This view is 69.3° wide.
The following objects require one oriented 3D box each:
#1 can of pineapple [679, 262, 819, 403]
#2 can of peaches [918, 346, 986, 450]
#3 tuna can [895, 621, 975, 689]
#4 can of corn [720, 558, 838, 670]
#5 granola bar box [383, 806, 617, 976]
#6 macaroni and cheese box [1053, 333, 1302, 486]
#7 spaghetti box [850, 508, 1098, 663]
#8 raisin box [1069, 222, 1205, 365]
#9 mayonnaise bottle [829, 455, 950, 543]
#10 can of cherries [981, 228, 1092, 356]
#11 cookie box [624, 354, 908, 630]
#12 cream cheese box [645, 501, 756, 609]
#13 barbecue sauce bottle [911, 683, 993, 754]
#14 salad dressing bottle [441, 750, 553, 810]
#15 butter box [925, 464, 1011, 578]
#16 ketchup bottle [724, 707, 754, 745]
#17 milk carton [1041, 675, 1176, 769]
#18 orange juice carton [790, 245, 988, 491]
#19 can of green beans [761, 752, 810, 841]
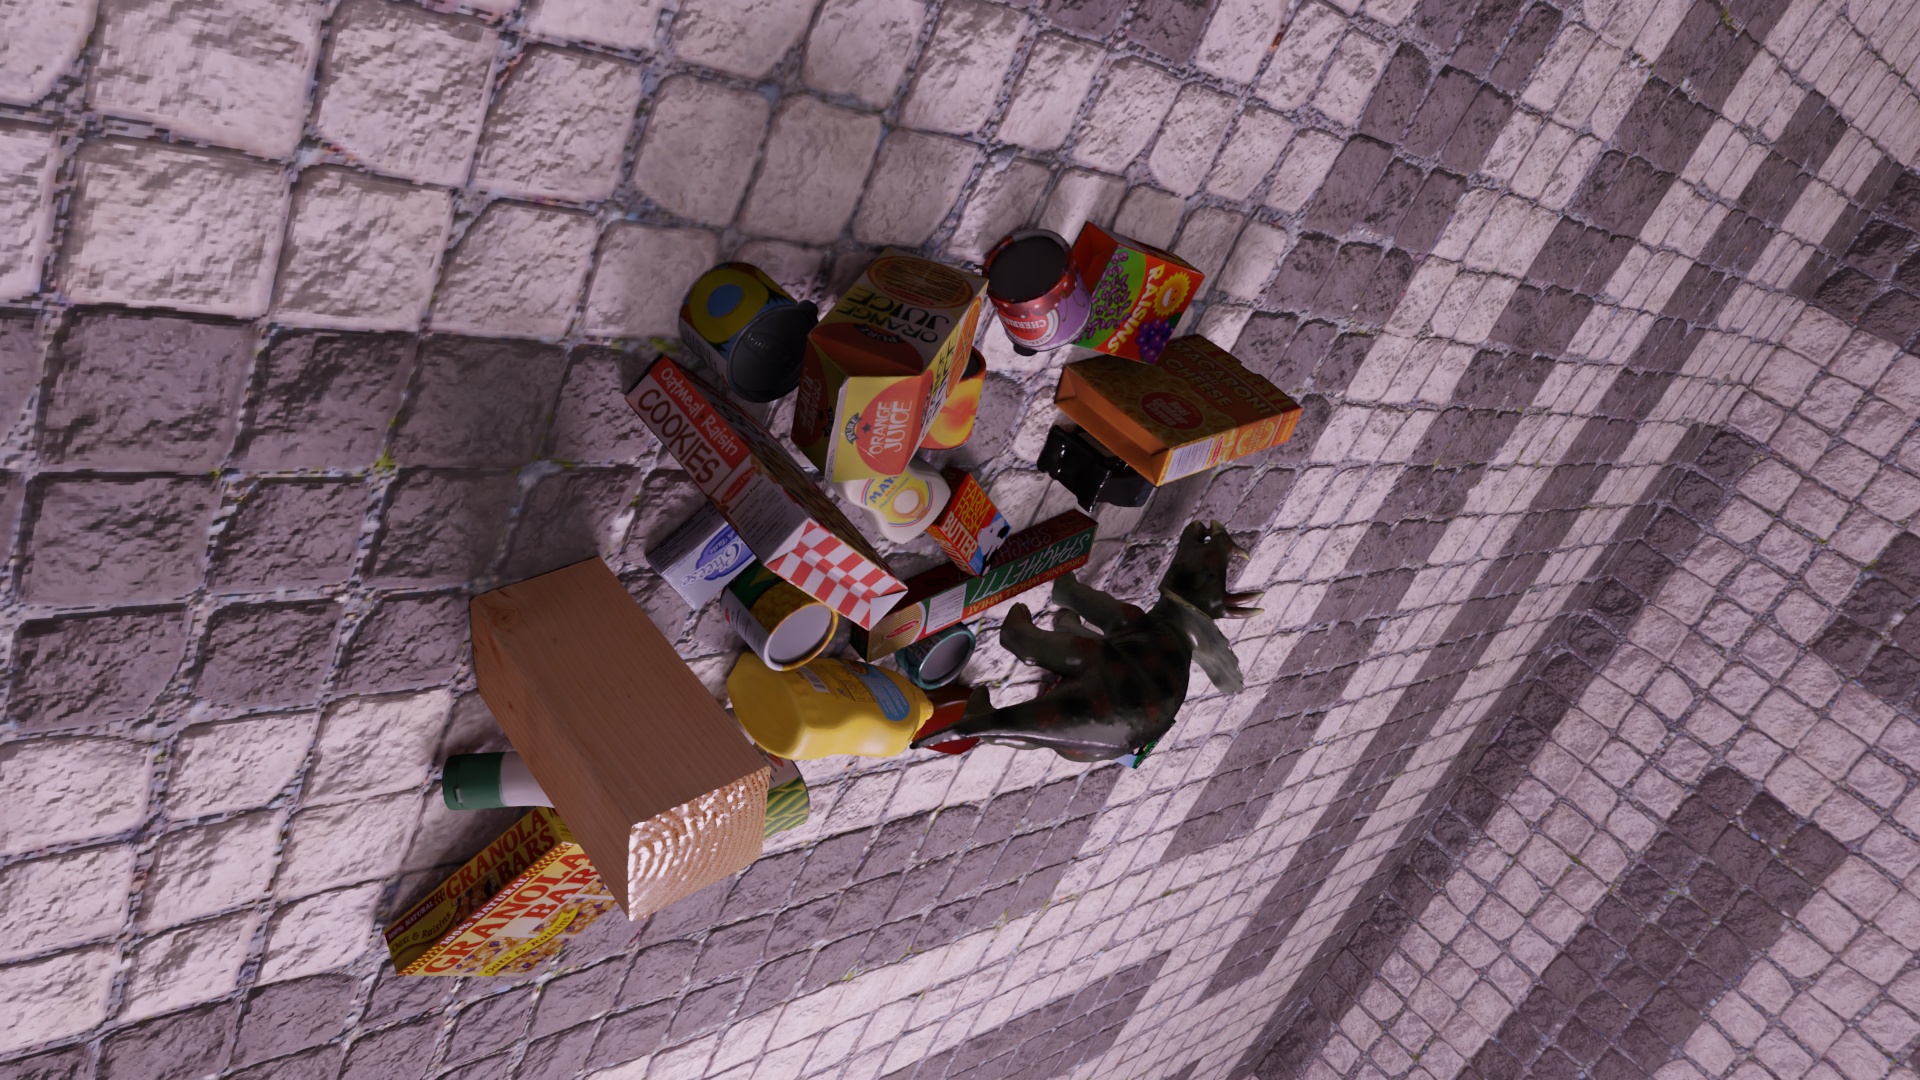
[{"bbox_3d":[-0.124,-0.126,0.831,0.071,0.058,0.070,-30,143,-25],"label":"can of pineapple"},{"bbox_3d":[-0.017,-0.105,0.968,0.071,0.071,0.057,-19,137,-36],"label":"can of peaches"},{"bbox_3d":[-0.022,0.093,1.199,0.071,0.033,0.070,-30,144,-25],"label":"tuna can"},{"bbox_3d":[-0.129,0.051,1.009,0.071,0.058,0.070,-30,143,-25],"label":"can of corn"},{"bbox_3d":[-0.308,0.253,1.000,0.165,0.039,0.124,-39,150,12],"label":"granola bar box"},{"bbox_3d":[0.179,-0.111,1.132,0.167,0.124,0.040,-19,138,-37],"label":"macaroni and cheese box"},{"bbox_3d":[0.016,0.036,1.186,0.251,0.029,0.049,-23,140,-33],"label":"spaghetti box"},{"bbox_3d":[0.124,-0.187,1.069,0.123,0.040,0.085,4,121,-49],"label":"raisin box"},{"bbox_3d":[-0.063,-0.049,0.996,0.065,0.041,0.148,-47,148,3],"label":"mayonnaise bottle"},{"bbox_3d":[0.053,-0.173,0.974,0.071,0.071,0.058,-43,147,-7],"label":"can of cherries"},{"bbox_3d":[-0.117,-0.030,0.841,0.040,0.168,0.122,-46,147,3],"label":"cookie box"},{"bbox_3d":[-0.159,-0.004,0.949,0.104,0.024,0.053,-42,147,-8],"label":"cream cheese box"},{"bbox_3d":[-0.030,0.155,1.244,0.064,0.044,0.148,-54,146,9],"label":"barbecue sauce bottle"},{"bbox_3d":[-0.263,0.154,0.918,0.148,0.044,0.064,-4,108,-4],"label":"salad dressing bottle"},{"bbox_3d":[0.004,-0.014,1.113,0.053,0.024,0.103,-62,150,-13],"label":"butter box"},{"bbox_3d":[-0.220,0.153,1.021,0.149,0.043,0.064,-7,153,-46],"label":"ketchup bottle"},{"bbox_3d":[0.145,0.173,1.435,0.072,0.073,0.190,-50,147,4],"label":"milk carton"},{"bbox_3d":[-0.047,-0.105,0.843,0.194,0.073,0.071,-63,171,-55],"label":"orange juice carton"},{"bbox_3d":[-0.164,0.211,1.128,0.058,0.071,0.071,-19,138,-35],"label":"can of green beans"}]
